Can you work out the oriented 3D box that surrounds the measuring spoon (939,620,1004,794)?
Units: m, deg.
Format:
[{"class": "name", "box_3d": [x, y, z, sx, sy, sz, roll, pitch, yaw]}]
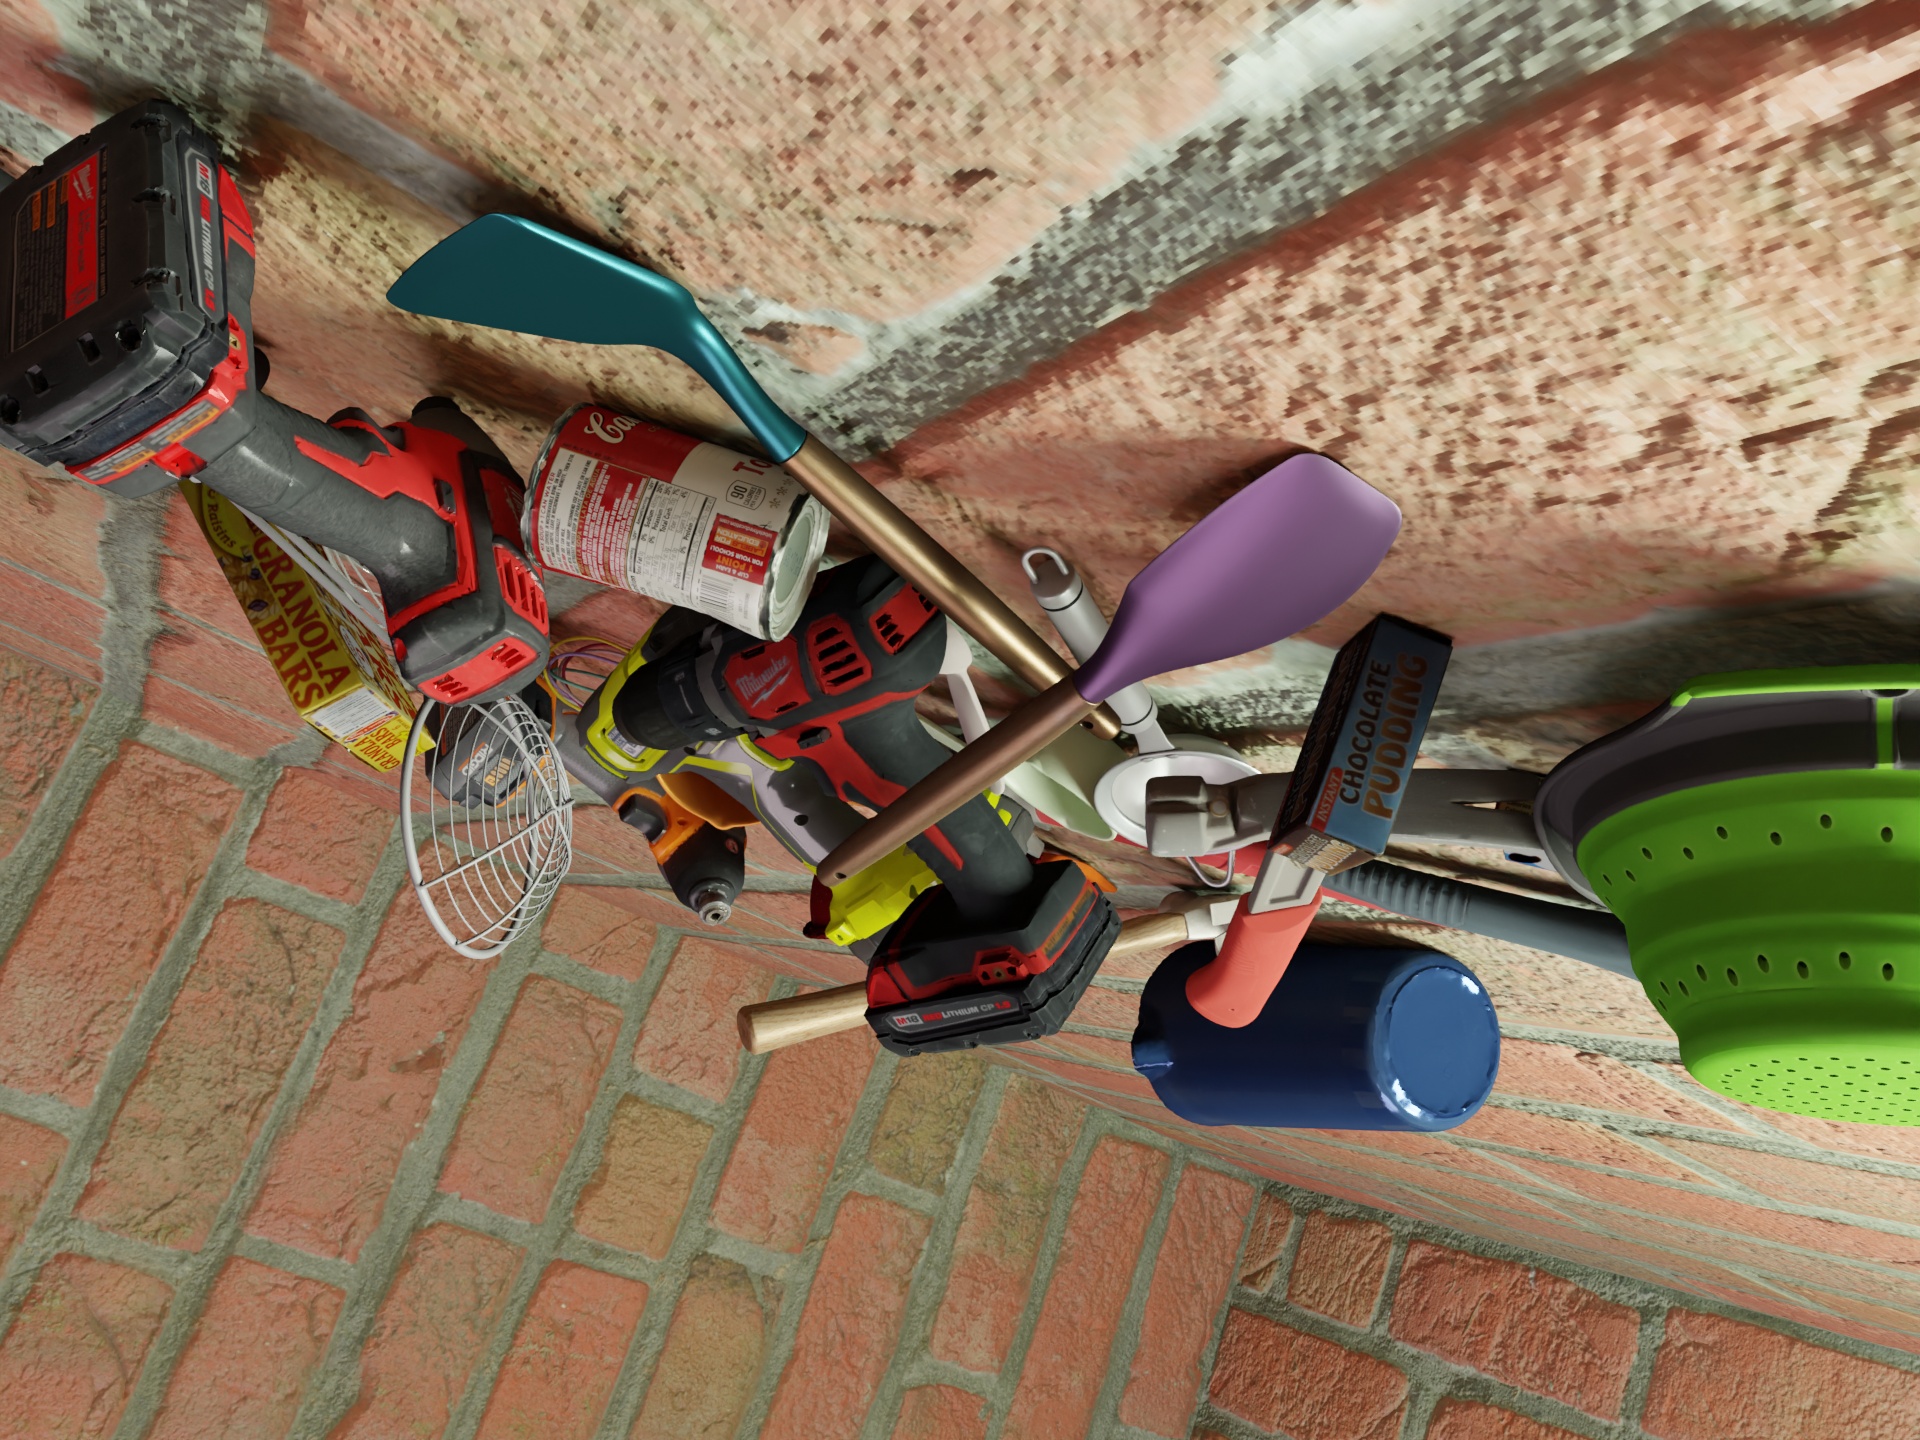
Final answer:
[{"class": "measuring spoon", "box_3d": [-0.001, -0.002, 0.750, 0.034, 0.018, 0.124, 29, 152, 39]}]

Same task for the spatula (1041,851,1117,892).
[{"class": "spatula", "box_3d": [0.035, 0.117, 0.999, 0.081, 0.041, 0.322, 9, -171, 14]}]

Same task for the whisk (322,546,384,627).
[{"class": "whisk", "box_3d": [-0.334, -0.117, 0.821, 0.058, 0.059, 0.246, 33, 165, 22]}]

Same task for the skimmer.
[{"class": "skimmer", "box_3d": [-0.309, -0.050, 0.711, 0.363, 0.090, 0.127, 44, -166, -2]}]

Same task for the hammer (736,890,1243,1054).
[{"class": "hammer", "box_3d": [0.030, 0.148, 0.954, 0.331, 0.031, 0.130, -10, 177, -21]}]

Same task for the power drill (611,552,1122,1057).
[{"class": "power drill", "box_3d": [-0.049, 0.042, 0.730, 0.188, 0.080, 0.226, -17, 111, 39]}]

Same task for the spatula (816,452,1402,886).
[{"class": "spatula", "box_3d": [0.033, 0.000, 0.583, 0.059, 0.018, 0.316, 28, 139, -24]}]

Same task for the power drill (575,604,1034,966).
[{"class": "power drill", "box_3d": [-0.079, 0.028, 0.831, 0.223, 0.080, 0.171, 40, 140, -12]}]

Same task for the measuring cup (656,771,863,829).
[{"class": "measuring cup", "box_3d": [-0.091, 0.020, 0.930, 0.173, 0.052, 0.095, 10, 127, 3]}]

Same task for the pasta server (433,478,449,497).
[{"class": "pasta server", "box_3d": [-0.267, -0.088, 0.847, 0.060, 0.040, 0.316, 4, 169, -11]}]

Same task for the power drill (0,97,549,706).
[{"class": "power drill", "box_3d": [-0.236, -0.107, 0.581, 0.078, 0.143, 0.219, -26, 148, 12]}]

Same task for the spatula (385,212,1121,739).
[{"class": "spatula", "box_3d": [-0.047, -0.072, 0.565, 0.082, 0.044, 0.317, -11, 140, 47]}]

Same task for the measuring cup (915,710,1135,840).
[{"class": "measuring cup", "box_3d": [0.019, 0.005, 0.815, 0.168, 0.038, 0.083, 29, 166, 30]}]

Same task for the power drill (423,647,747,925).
[{"class": "power drill", "box_3d": [-0.234, 0.042, 1.044, 0.226, 0.084, 0.164, 33, -159, -37]}]

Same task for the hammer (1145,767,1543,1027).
[{"class": "hammer", "box_3d": [0.157, 0.095, 0.759, 0.149, 0.037, 0.358, 0, 159, 5]}]

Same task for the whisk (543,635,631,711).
[{"class": "whisk", "box_3d": [-0.139, 0.000, 0.985, 0.245, 0.047, 0.051, 18, 177, -6]}]

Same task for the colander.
[{"class": "colander", "box_3d": [0.321, 0.105, 0.569, 0.204, 0.095, 0.396, -1, 156, 27]}]

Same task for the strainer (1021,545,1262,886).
[{"class": "strainer", "box_3d": [0.079, -0.002, 0.690, 0.087, 0.050, 0.258, -8, 147, 22]}]

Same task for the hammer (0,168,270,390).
[{"class": "hammer", "box_3d": [-0.388, -0.216, 0.568, 0.146, 0.035, 0.334, 11, 162, 33]}]

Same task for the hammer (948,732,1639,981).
[{"class": "hammer", "box_3d": [0.185, 0.082, 0.843, 0.386, 0.038, 0.143, 13, 164, 26]}]
